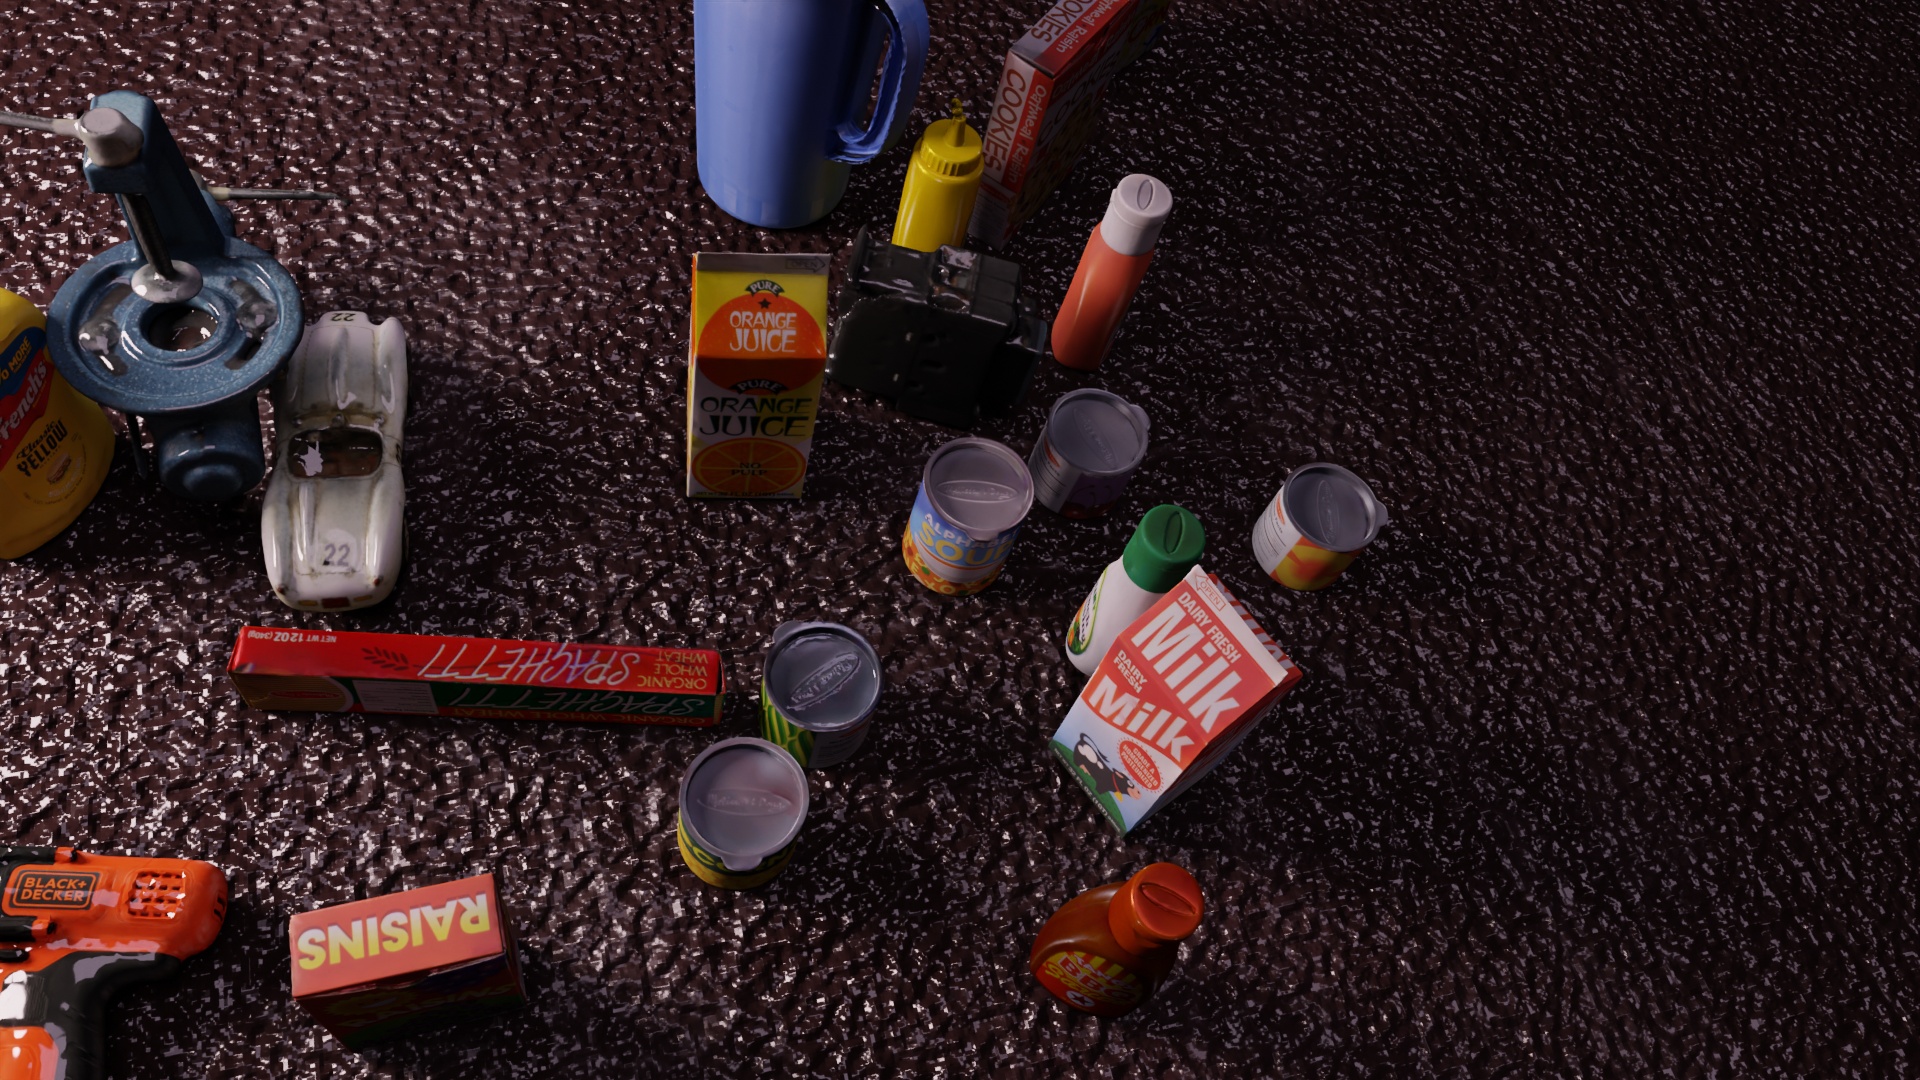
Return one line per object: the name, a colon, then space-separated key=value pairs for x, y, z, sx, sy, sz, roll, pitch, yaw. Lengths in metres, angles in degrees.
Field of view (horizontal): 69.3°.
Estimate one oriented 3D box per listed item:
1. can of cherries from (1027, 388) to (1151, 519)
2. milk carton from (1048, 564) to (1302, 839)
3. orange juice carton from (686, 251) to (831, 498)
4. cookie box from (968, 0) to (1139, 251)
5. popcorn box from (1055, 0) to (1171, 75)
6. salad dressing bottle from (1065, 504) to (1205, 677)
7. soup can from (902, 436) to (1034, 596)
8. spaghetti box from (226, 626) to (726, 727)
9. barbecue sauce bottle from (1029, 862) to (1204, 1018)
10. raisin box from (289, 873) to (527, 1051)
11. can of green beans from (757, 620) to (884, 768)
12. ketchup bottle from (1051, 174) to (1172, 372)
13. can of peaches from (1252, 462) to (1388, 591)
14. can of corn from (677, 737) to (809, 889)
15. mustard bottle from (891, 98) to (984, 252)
can of cherries: x=0.084 y=-0.056 z=0.900 sx=0.071 sy=0.058 sz=0.072 roll=6 pitch=59 yaw=-10
milk carton: x=0.117 y=0.084 z=0.748 sx=0.074 sy=0.189 sz=0.072 roll=-30 pitch=71 yaw=-26
orange juice carton: x=-0.120 y=-0.102 z=0.802 sx=0.072 sy=0.191 sz=0.073 roll=0 pitch=61 yaw=-13
cookie box: x=0.062 y=-0.301 z=0.975 sx=0.040 sy=0.166 sz=0.123 roll=33 pitch=59 yaw=7
popcorn box: x=0.116 y=-0.408 z=1.099 sx=0.038 sy=0.084 sz=0.127 roll=41 pitch=60 yaw=12
salad dressing bottle: x=0.100 y=0.031 z=0.801 sx=0.044 sy=0.147 sz=0.064 roll=20 pitch=58 yaw=-1
soup can: x=0.003 y=-0.011 z=0.841 sx=0.071 sy=0.083 sz=0.071 roll=6 pitch=59 yaw=-10
spaghetti box: x=-0.254 y=0.075 z=0.751 sx=0.250 sy=0.050 sz=0.029 roll=4 pitch=60 yaw=-11
barbecue sauce bottle: x=0.081 y=0.200 z=0.697 sx=0.065 sy=0.147 sz=0.044 roll=27 pitch=58 yaw=3
raisin box: x=-0.250 y=0.196 z=0.638 sx=0.086 sy=0.122 sz=0.040 roll=-8 pitch=63 yaw=-17
can of green beans: x=-0.079 y=0.087 z=0.780 sx=0.071 sy=0.057 sz=0.071 roll=6 pitch=59 yaw=-10
ketchup bottle: x=0.100 y=-0.179 z=0.923 sx=0.043 sy=0.148 sz=0.065 roll=18 pitch=58 yaw=-2
can of peaches: x=0.233 y=-0.008 z=0.907 sx=0.071 sy=0.057 sz=0.071 roll=6 pitch=59 yaw=-10
can of corn: x=-0.116 y=0.148 z=0.735 sx=0.071 sy=0.058 sz=0.071 roll=6 pitch=59 yaw=-10
mustard bottle: x=-0.014 y=-0.228 z=0.919 sx=0.049 sy=0.159 sz=0.065 roll=11 pitch=59 yaw=-7
